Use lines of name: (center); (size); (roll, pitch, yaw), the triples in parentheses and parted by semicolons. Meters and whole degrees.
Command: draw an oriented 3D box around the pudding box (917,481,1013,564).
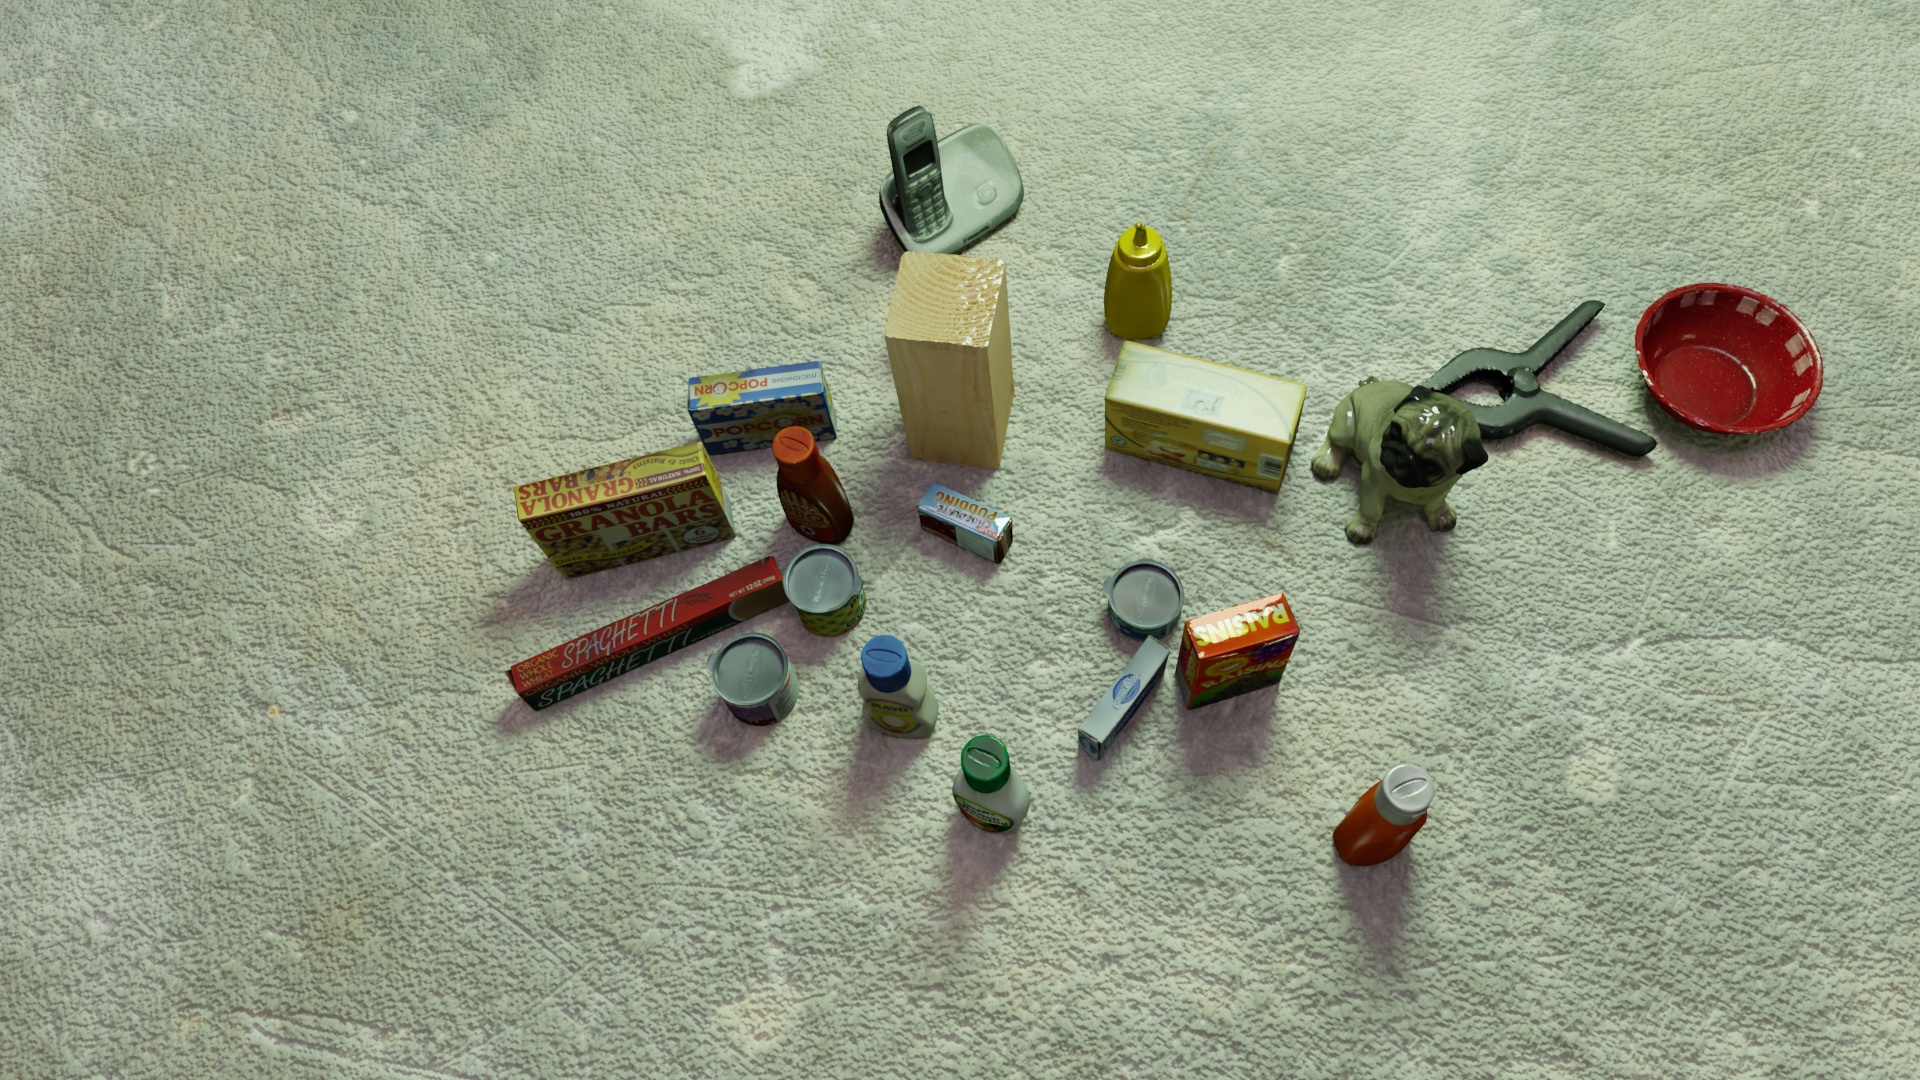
pudding box: (0.004, -0.016, 1.256); (0.084, 0.049, 0.030); (24, 68, 15)

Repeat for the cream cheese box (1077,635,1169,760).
cream cheese box: (0.138, 0.134, 1.170); (0.024, 0.053, 0.104); (34, 71, 18)

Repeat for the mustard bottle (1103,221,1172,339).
mustard bottle: (0.168, -0.249, 1.297); (0.065, 0.159, 0.049); (1, 64, 5)

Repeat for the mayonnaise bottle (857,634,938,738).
mayonnaise bottle: (-0.055, 0.121, 1.138); (0.065, 0.147, 0.041); (8, 65, 8)

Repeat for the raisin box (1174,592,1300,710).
raisin box: (0.225, 0.093, 1.145); (0.086, 0.123, 0.040); (-15, 64, -3)

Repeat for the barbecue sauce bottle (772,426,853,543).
barbecue sauce bottle: (-0.135, -0.049, 1.228); (0.065, 0.148, 0.044); (22, 68, 14)

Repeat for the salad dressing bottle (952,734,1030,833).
salad dressing bottle: (0.023, 0.192, 1.098); (0.064, 0.147, 0.044); (23, 68, 14)

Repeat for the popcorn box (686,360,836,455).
popcorn box: (-0.184, -0.123, 1.304); (0.127, 0.085, 0.038); (-7, 64, 1)

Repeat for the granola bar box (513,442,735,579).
granola bar box: (-0.295, -0.024, 1.241); (0.166, 0.123, 0.039); (-14, 64, -3)

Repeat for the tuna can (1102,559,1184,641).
tuna can: (0.160, 0.053, 1.220); (0.071, 0.032, 0.071); (-2, 64, 3)

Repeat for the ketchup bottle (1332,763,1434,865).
ketchup bottle: (0.329, 0.210, 1.065); (0.065, 0.148, 0.044); (-20, 64, -5)

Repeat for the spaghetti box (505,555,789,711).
spaghetti box: (-0.273, 0.082, 1.228); (0.250, 0.050, 0.029); (-24, 65, -7)

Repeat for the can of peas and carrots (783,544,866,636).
can of peas and carrots: (-0.117, 0.045, 1.230); (0.071, 0.058, 0.071); (-2, 64, 4)

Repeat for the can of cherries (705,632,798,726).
can of cherries: (-0.179, 0.120, 1.198); (0.071, 0.058, 0.072); (-2, 64, 4)
